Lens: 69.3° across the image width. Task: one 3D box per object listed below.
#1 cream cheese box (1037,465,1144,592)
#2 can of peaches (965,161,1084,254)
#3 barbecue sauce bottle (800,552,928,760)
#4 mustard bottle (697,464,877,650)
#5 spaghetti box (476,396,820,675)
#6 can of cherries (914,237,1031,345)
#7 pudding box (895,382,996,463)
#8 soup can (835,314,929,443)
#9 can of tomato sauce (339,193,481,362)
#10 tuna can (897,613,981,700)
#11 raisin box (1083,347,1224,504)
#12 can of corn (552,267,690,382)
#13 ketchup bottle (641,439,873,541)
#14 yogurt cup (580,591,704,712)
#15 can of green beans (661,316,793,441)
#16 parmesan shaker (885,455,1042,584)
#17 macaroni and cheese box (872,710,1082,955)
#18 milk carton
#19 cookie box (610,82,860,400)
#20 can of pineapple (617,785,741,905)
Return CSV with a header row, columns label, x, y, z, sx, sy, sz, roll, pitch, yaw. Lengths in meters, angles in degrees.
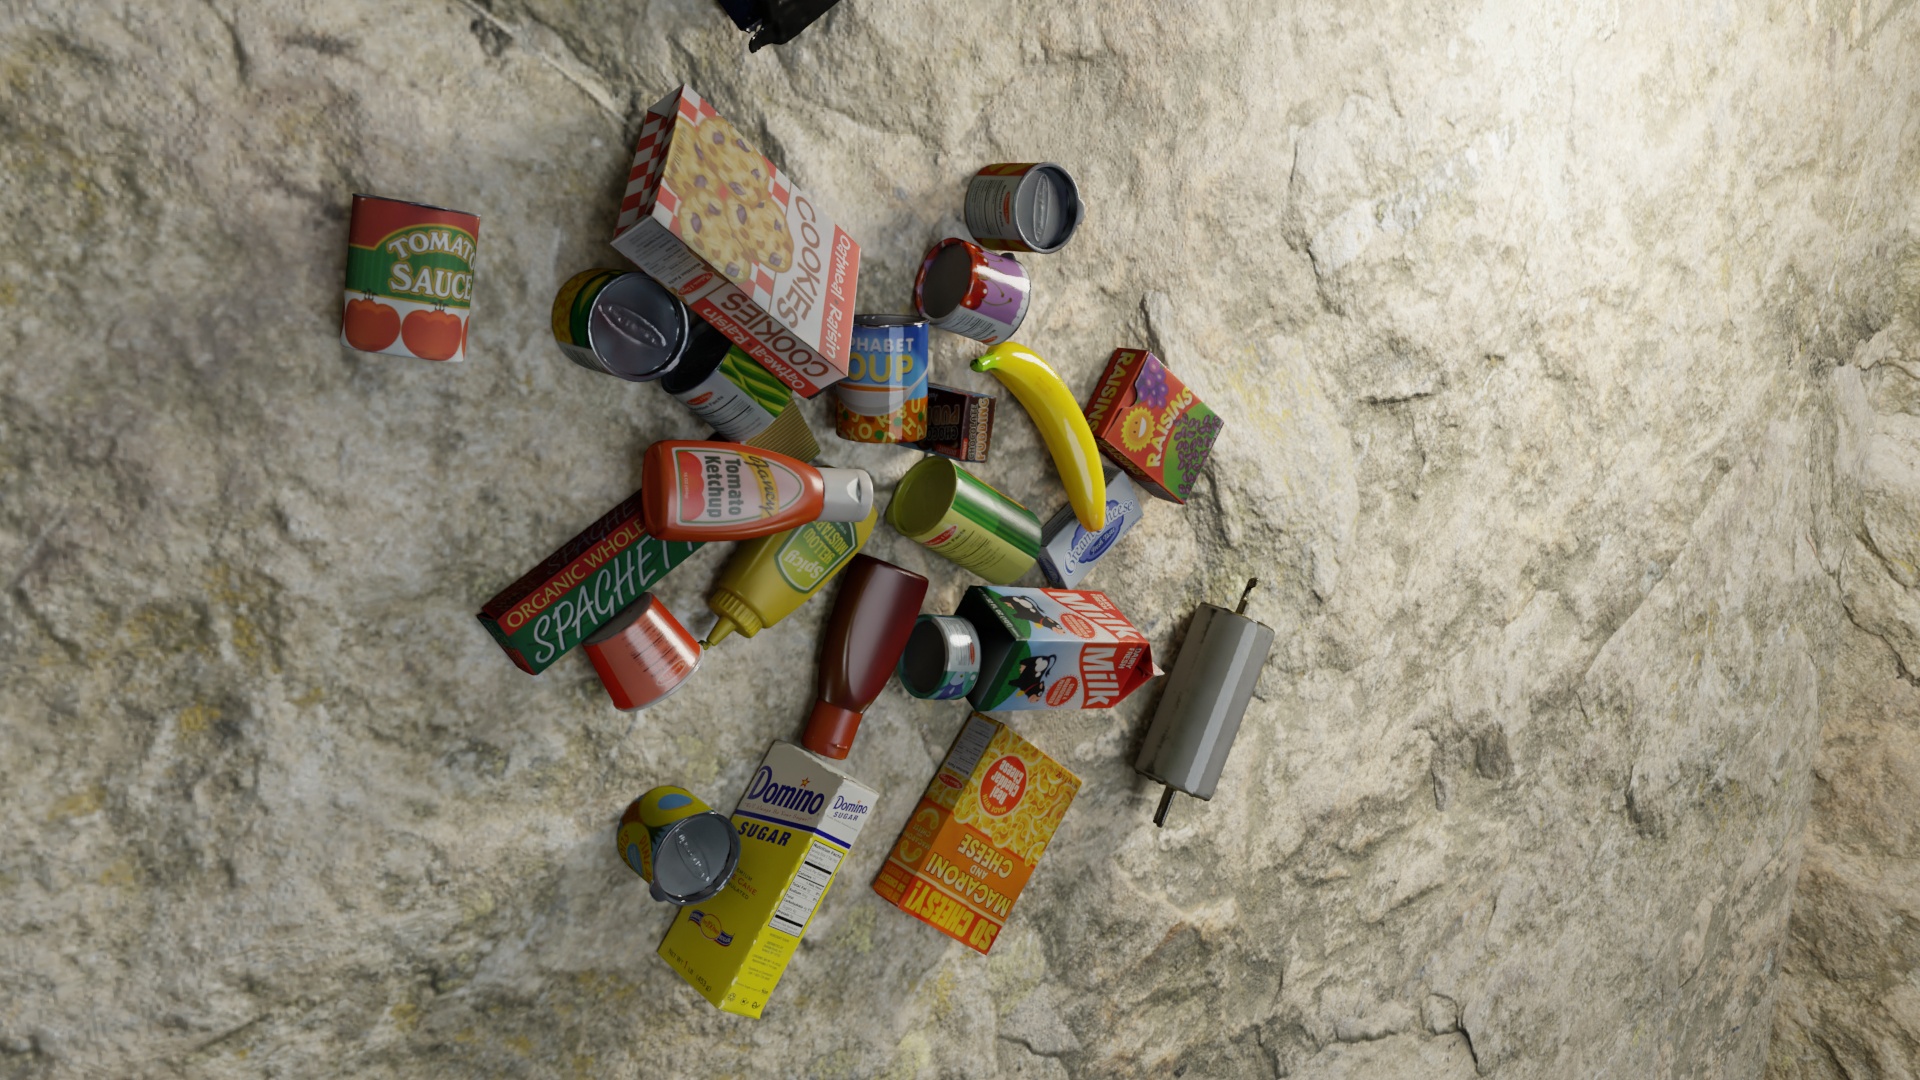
label,x,y,z,sx,sy,sz,roll,pitch,yaw
cream cheese box,0.107,-0.010,1.168,0.104,0.024,0.053,-44,124,-22
can of peaches,0.048,-0.248,1.035,0.071,0.058,0.071,-11,108,-38
barbecue sauce bottle,-0.076,0.087,1.030,0.065,0.044,0.148,22,88,-41
mustard bottle,-0.127,0.020,0.966,0.161,0.049,0.065,-50,122,-18
spaghetti box,-0.198,-0.009,0.914,0.251,0.029,0.050,-41,123,-24
can of cherries,0.008,-0.184,1.016,0.058,0.071,0.071,12,94,-40
pudding box,-0.012,-0.087,1.012,0.030,0.084,0.049,0,102,-37
soup can,-0.056,-0.114,0.976,0.071,0.071,0.083,-10,108,-37
can of tomato sauce,-0.302,-0.144,0.765,0.071,0.071,0.083,2,100,-40
tuna can,-0.019,0.090,1.066,0.033,0.071,0.071,7,97,-39
raisin box,0.163,-0.096,1.182,0.123,0.040,0.086,34,80,-39
can of corn,-0.208,-0.136,0.853,0.071,0.058,0.071,-11,109,-37
ketchup bottle,-0.130,-0.031,0.906,0.149,0.043,0.065,1,80,-33
yogurt cup,-0.209,0.070,0.903,0.073,0.072,0.053,-41,116,-24
can of green beans,-0.150,-0.106,0.903,0.057,0.071,0.071,41,75,-39
parmesan shaker,0.004,-0.013,1.058,0.103,0.071,0.071,30,82,-41
macaroni and cheese box,0.016,0.243,1.149,0.123,0.040,0.167,41,74,-39
milk carton,0.081,0.088,1.128,0.191,0.072,0.073,4,123,-41
cookie box,-0.134,-0.185,0.874,0.167,0.040,0.123,38,41,-39
can of pineapple,-0.195,0.209,0.953,0.071,0.058,0.070,-11,108,-37
